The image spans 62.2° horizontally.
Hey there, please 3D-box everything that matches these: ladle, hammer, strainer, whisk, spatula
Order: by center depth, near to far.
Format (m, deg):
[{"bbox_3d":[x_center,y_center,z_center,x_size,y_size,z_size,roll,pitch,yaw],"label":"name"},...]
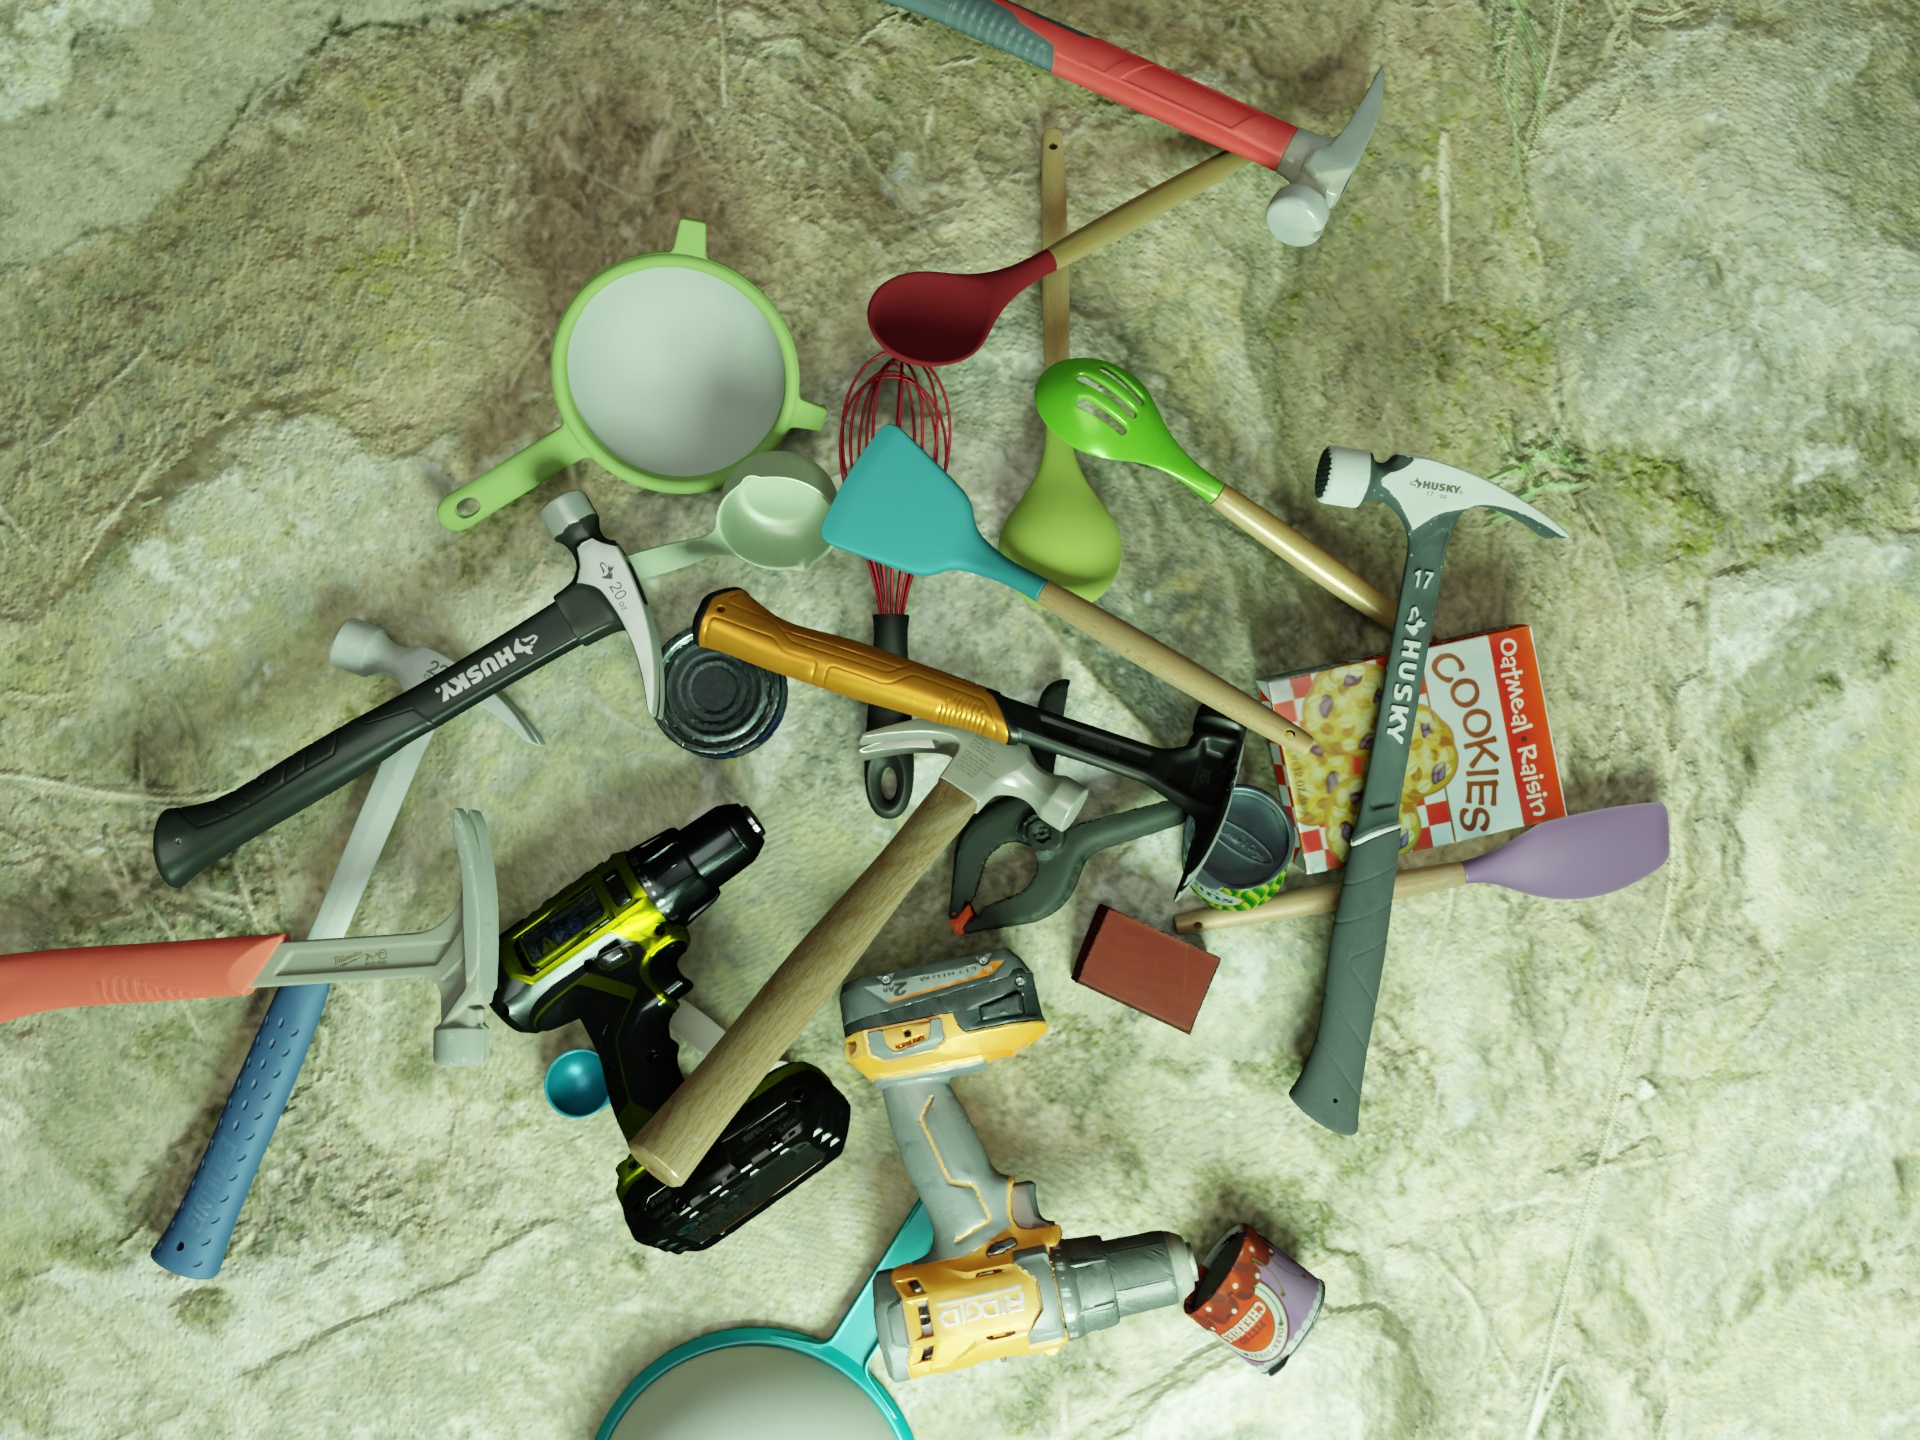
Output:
[{"bbox_3d":[-0.068,0.119,0.900,0.130,0.031,0.331,33,60,14],"label":"hammer"},{"bbox_3d":[-0.092,0.422,0.935,0.211,0.095,0.340,33,87,3],"label":"strainer"},{"bbox_3d":[-0.001,-0.003,0.944,0.337,0.034,0.127,19,57,4],"label":"hammer"},{"bbox_3d":[0.069,-0.065,0.948,0.317,0.044,0.082,31,87,10],"label":"spatula"},{"bbox_3d":[0.257,0.049,0.955,0.149,0.036,0.409,8,95,-4],"label":"hammer"},{"bbox_3d":[-0.451,0.139,0.956,0.359,0.036,0.149,-5,82,9],"label":"hammer"},{"bbox_3d":[-0.336,0.005,0.965,0.335,0.035,0.146,-31,85,-2],"label":"hammer"},{"bbox_3d":[-0.394,0.148,0.988,0.144,0.035,0.405,21,85,2],"label":"hammer"},{"bbox_3d":[-0.043,-0.086,1.000,0.073,0.073,0.296,1,91,0],"label":"whisk"},{"bbox_3d":[0.290,0.103,1.000,0.316,0.018,0.059,-10,108,0],"label":"spatula"},{"bbox_3d":[0.077,-0.304,1.005,0.315,0.031,0.069,-32,79,-15],"label":"ladle"},{"bbox_3d":[-0.221,-0.199,1.008,0.256,0.069,0.151,-28,118,12],"label":"strainer"},{"bbox_3d":[0.062,-0.228,1.025,0.078,0.062,0.320,-1,78,2],"label":"ladle"},{"bbox_3d":[0.081,-0.440,1.031,0.386,0.038,0.143,27,66,6],"label":"hammer"}]

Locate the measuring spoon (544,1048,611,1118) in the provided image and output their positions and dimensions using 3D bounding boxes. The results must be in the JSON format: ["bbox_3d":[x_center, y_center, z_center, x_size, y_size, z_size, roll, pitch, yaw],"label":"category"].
[{"bbox_3d":[-0.195,0.235,0.993,0.128,0.021,0.042,12,73,-8],"label":"measuring spoon"}]

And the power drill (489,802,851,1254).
[{"bbox_3d":[-0.162,0.172,0.937,0.190,0.080,0.229,-35,62,-3],"label":"power drill"}]

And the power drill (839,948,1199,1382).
[{"bbox_3d":[0.028,0.254,0.933,0.185,0.084,0.226,-11,71,-1],"label":"power drill"}]

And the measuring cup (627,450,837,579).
[{"bbox_3d":[-0.155,-0.123,1.008,0.167,0.083,0.038,-14,46,17],"label":"measuring cup"}]

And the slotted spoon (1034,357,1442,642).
[{"bbox_3d":[0.182,-0.129,0.994,0.313,0.031,0.070,34,64,-8],"label":"slotted spoon"}]

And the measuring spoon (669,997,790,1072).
[{"bbox_3d":[-0.148,0.204,0.997,0.124,0.018,0.034,34,86,10],"label":"measuring spoon"}]
